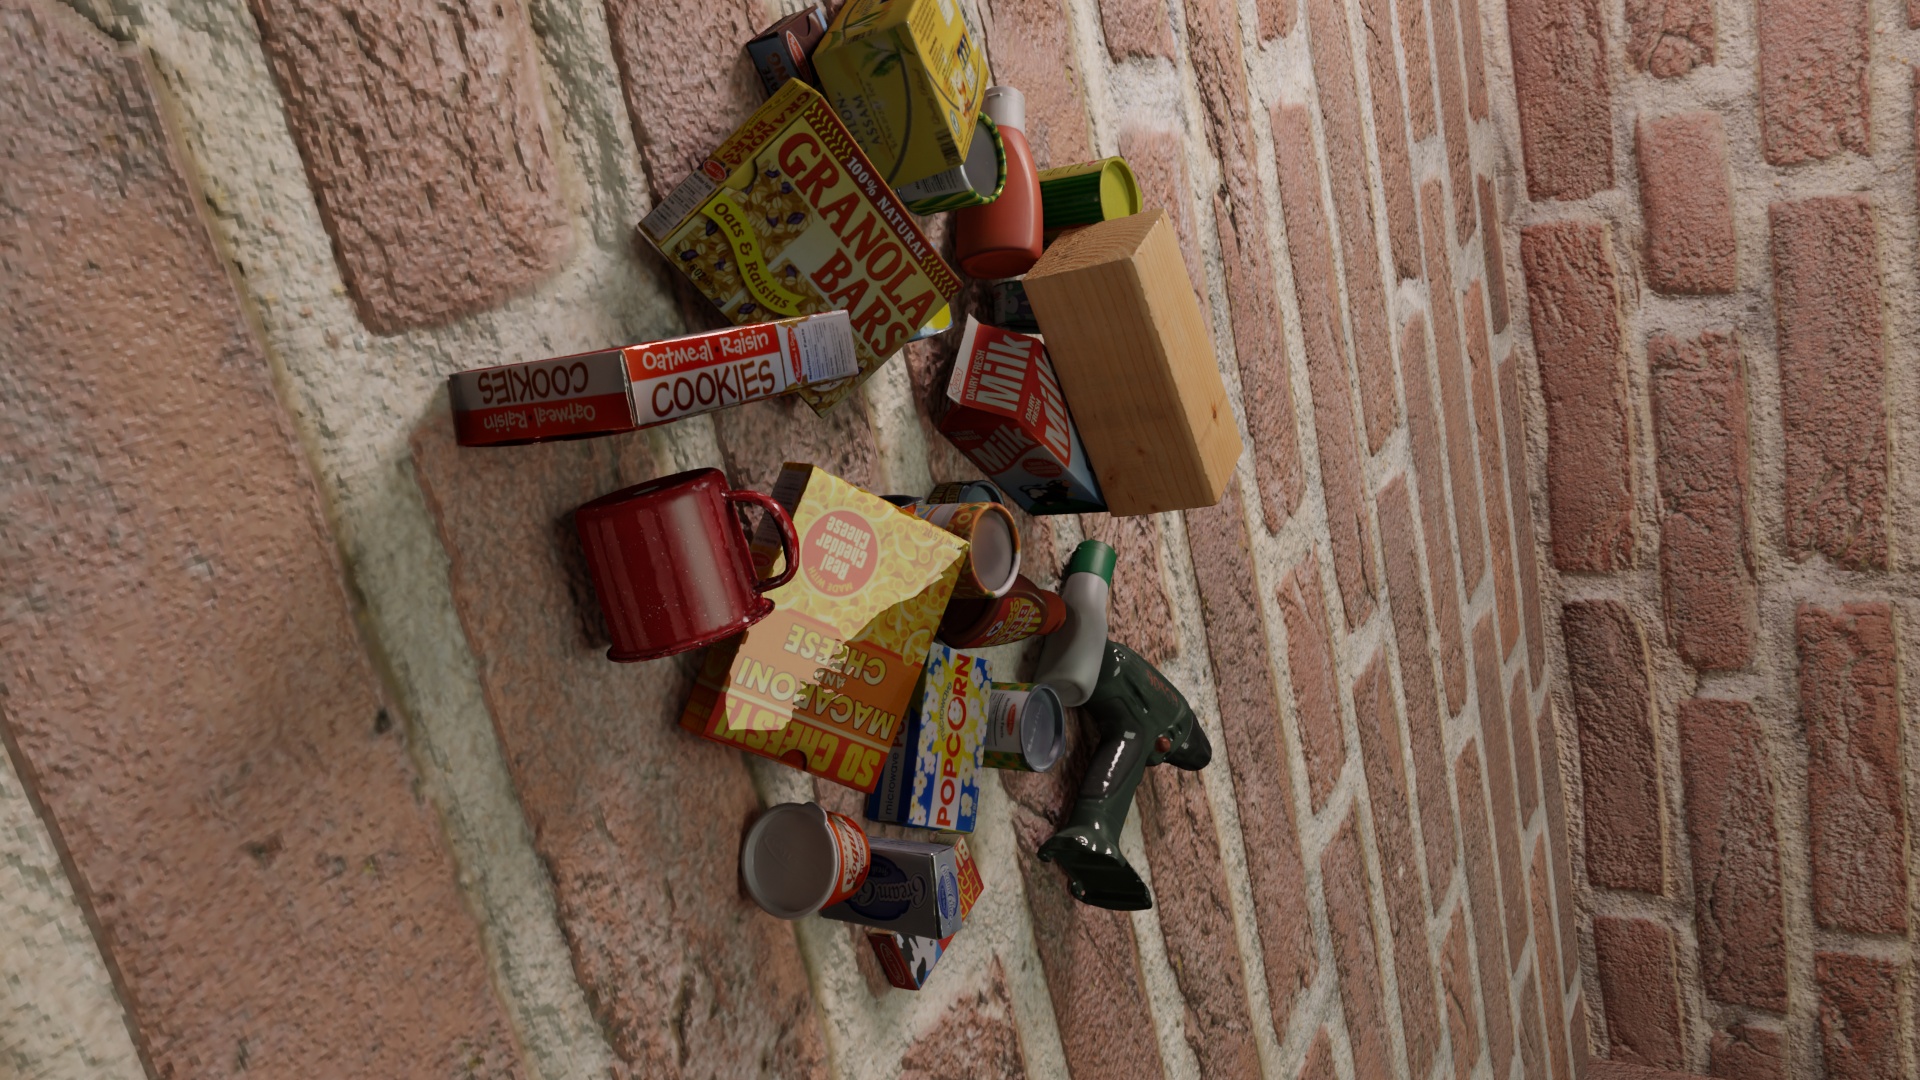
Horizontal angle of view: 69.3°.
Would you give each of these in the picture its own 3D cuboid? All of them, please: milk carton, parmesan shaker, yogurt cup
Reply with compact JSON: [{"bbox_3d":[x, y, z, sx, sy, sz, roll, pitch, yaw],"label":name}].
[{"bbox_3d":[0.047,-0.092,1.055,0.190,0.073,0.072,41,54,-47],"label":"milk carton"},{"bbox_3d":[0.081,-0.259,1.088,0.071,0.103,0.071,3,86,-56],"label":"parmesan shaker"},{"bbox_3d":[-0.091,0.193,0.843,0.054,0.072,0.072,22,70,-63],"label":"yogurt cup"}]

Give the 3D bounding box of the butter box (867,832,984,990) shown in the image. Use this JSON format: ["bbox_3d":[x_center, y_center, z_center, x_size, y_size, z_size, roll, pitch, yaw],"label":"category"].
[{"bbox_3d":[-0.022,0.259,0.976,0.104,0.024,0.053,-49,127,-46],"label":"butter box"}]

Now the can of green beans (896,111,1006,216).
[{"bbox_3d":[-0.007,-0.270,0.996,0.071,0.058,0.071,4,85,-56],"label":"can of green beans"}]

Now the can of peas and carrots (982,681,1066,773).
[{"bbox_3d":[0.039,0.140,1.043,0.071,0.058,0.071,3,87,-57],"label":"can of peas and carrots"}]

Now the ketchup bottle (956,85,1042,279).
[{"bbox_3d":[0.030,-0.273,1.053,0.043,0.064,0.149,45,44,-63],"label":"ketchup bottle"}]

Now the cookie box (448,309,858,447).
[{"bbox_3d":[-0.152,-0.083,0.710,0.168,0.123,0.040,-24,108,-54],"label":"cookie box"}]

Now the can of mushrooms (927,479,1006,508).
[{"bbox_3d":[0.004,-0.013,1.021,0.071,0.033,0.071,2,87,-56],"label":"can of mushrooms"}]

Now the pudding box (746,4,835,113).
[{"bbox_3d":[-0.097,-0.292,0.889,0.050,0.030,0.083,-55,131,-41],"label":"pudding box"}]

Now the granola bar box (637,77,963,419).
[{"bbox_3d":[-0.089,-0.168,0.827,0.124,0.039,0.165,-44,135,-1],"label":"granola bar box"}]

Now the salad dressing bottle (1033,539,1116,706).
[{"bbox_3d":[0.098,0.065,1.139,0.044,0.064,0.148,30,50,-14],"label":"salad dressing bottle"}]

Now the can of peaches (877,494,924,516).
[{"bbox_3d":[-0.055,0.005,0.900,0.071,0.071,0.058,-24,109,-54],"label":"can of peaches"}]

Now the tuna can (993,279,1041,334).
[{"bbox_3d":[0.061,-0.182,1.083,0.071,0.071,0.033,2,89,-56],"label":"tuna can"}]

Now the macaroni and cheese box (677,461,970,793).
[{"bbox_3d":[-0.078,0.053,0.825,0.123,0.040,0.166,26,80,-33],"label":"macaroni and cheese box"}]

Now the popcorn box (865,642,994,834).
[{"bbox_3d":[-0.020,0.138,0.973,0.085,0.038,0.127,25,68,-53],"label":"popcorn box"}]

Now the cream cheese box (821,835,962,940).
[{"bbox_3d":[-0.047,0.215,0.871,0.024,0.103,0.053,-7,93,-49],"label":"cream cheese box"}]

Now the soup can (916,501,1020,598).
[{"bbox_3d":[-0.012,0.005,0.952,0.071,0.083,0.071,5,85,-56],"label":"soup can"}]

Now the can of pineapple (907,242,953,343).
[{"bbox_3d":[-0.044,-0.164,0.929,0.071,0.071,0.057,-35,117,-52],"label":"can of pineapple"}]

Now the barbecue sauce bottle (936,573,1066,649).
[{"bbox_3d":[0.035,0.052,1.045,0.064,0.044,0.148,-49,158,15],"label":"barbecue sauce bottle"}]
